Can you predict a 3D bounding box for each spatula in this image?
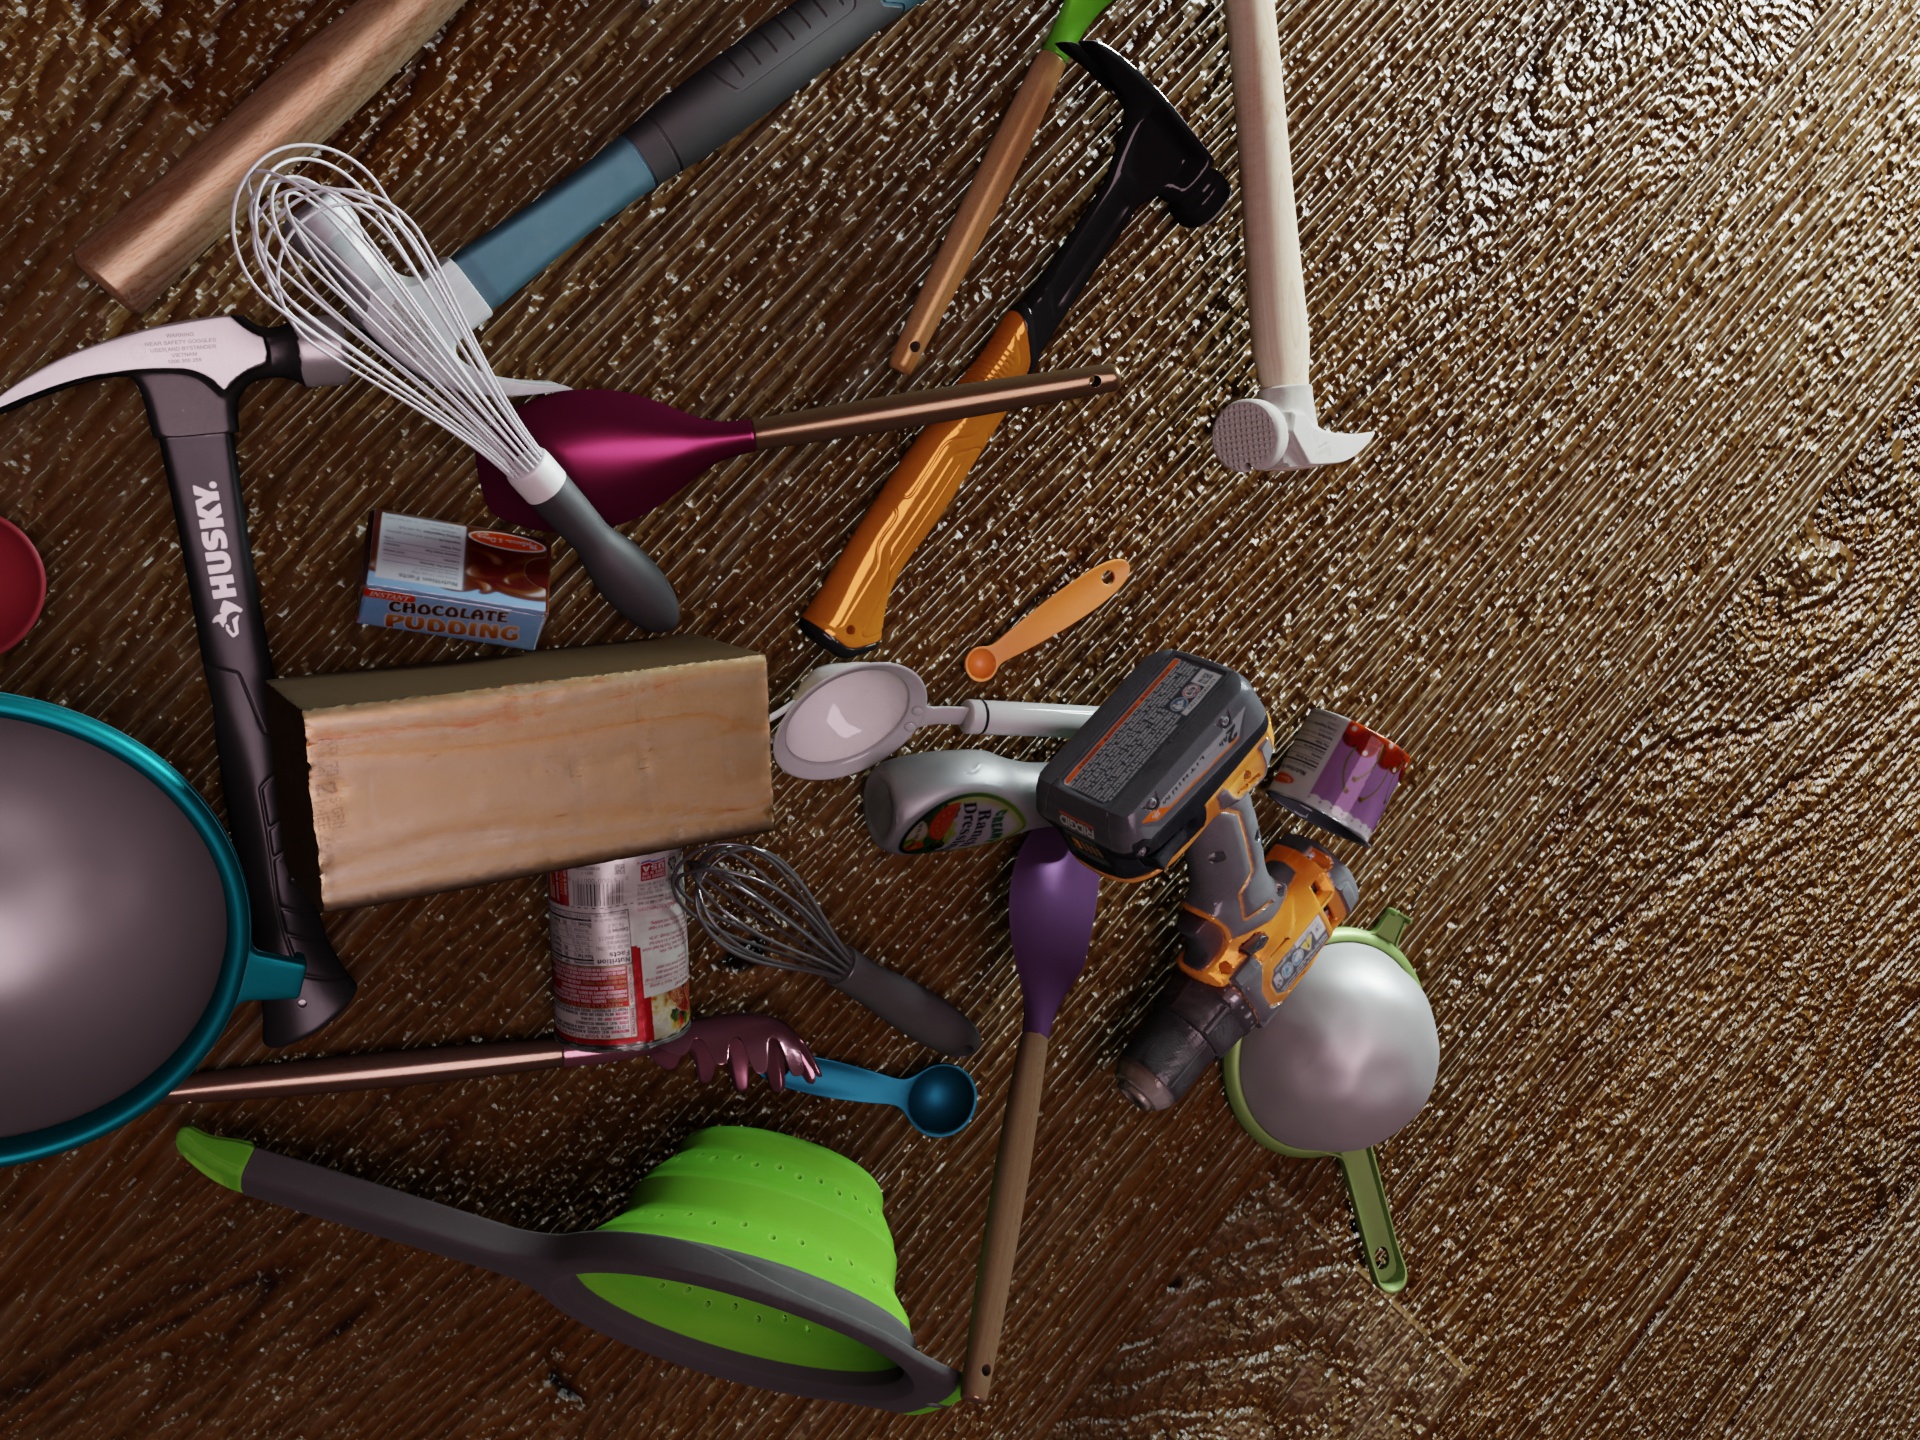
[{"bbox_3d":[0.033,0.189,0.830,0.059,0.018,0.316,29,54,-24],"label":"spatula"}]

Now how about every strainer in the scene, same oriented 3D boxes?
[{"bbox_3d":[-0.438,0.024,0.642,0.211,0.095,0.340,-31,116,-10],"label":"strainer"},{"bbox_3d":[0.255,0.256,0.989,0.151,0.069,0.256,-21,105,-18],"label":"strainer"},{"bbox_3d":[-0.001,-0.003,0.859,0.258,0.050,0.086,3,135,-29],"label":"strainer"}]

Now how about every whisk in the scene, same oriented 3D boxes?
[{"bbox_3d":[-0.060,0.126,0.829,0.055,0.055,0.238,-54,131,-6],"label":"whisk"},{"bbox_3d":[-0.209,-0.133,0.710,0.070,0.070,0.284,-46,133,-9],"label":"whisk"}]

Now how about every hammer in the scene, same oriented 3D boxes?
[{"bbox_3d":[-0.257,-0.305,0.710,0.331,0.031,0.130,-48,112,-8],"label":"hammer"},{"bbox_3d":[-0.333,-0.011,0.726,0.146,0.035,0.334,-10,102,-21],"label":"hammer"},{"bbox_3d":[0.014,-0.183,0.829,0.127,0.034,0.337,35,87,-39],"label":"hammer"},{"bbox_3d":[0.163,-0.341,0.856,0.146,0.038,0.410,-15,99,-54],"label":"hammer"},{"bbox_3d":[-0.143,-0.274,0.753,0.331,0.033,0.128,-42,121,-14],"label":"hammer"}]

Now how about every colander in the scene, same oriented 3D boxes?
[{"bbox_3d":[-0.178,0.241,0.797,0.397,0.204,0.095,21,56,-8],"label":"colander"}]

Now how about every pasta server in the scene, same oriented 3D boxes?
[{"bbox_3d":[-0.227,0.177,0.797,0.316,0.060,0.040,-2,69,-19],"label":"pasta server"}]

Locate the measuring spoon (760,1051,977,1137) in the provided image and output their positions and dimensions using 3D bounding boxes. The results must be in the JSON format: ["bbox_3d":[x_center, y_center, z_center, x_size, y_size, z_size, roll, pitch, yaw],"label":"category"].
[{"bbox_3d":[-0.053,0.201,0.888,0.128,0.021,0.042,15,89,-14],"label":"measuring spoon"}]

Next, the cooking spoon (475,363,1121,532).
[{"bbox_3d":[-0.076,-0.145,0.782,0.319,0.017,0.068,-11,107,-6],"label":"cooking spoon"}]

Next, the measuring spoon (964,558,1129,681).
[{"bbox_3d":[0.048,-0.058,0.888,0.117,0.011,0.021,-35,110,-17],"label":"measuring spoon"}]

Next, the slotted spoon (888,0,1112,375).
[{"bbox_3d":[0.039,-0.322,0.831,0.070,0.031,0.314,27,89,-26],"label":"slotted spoon"}]

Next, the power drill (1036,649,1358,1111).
[{"bbox_3d":[0.123,0.097,0.876,0.185,0.084,0.226,-47,130,-17],"label":"power drill"}]

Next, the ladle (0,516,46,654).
[{"bbox_3d":[-0.534,-0.006,0.650,0.315,0.031,0.069,-27,105,-14],"label":"ladle"}]
